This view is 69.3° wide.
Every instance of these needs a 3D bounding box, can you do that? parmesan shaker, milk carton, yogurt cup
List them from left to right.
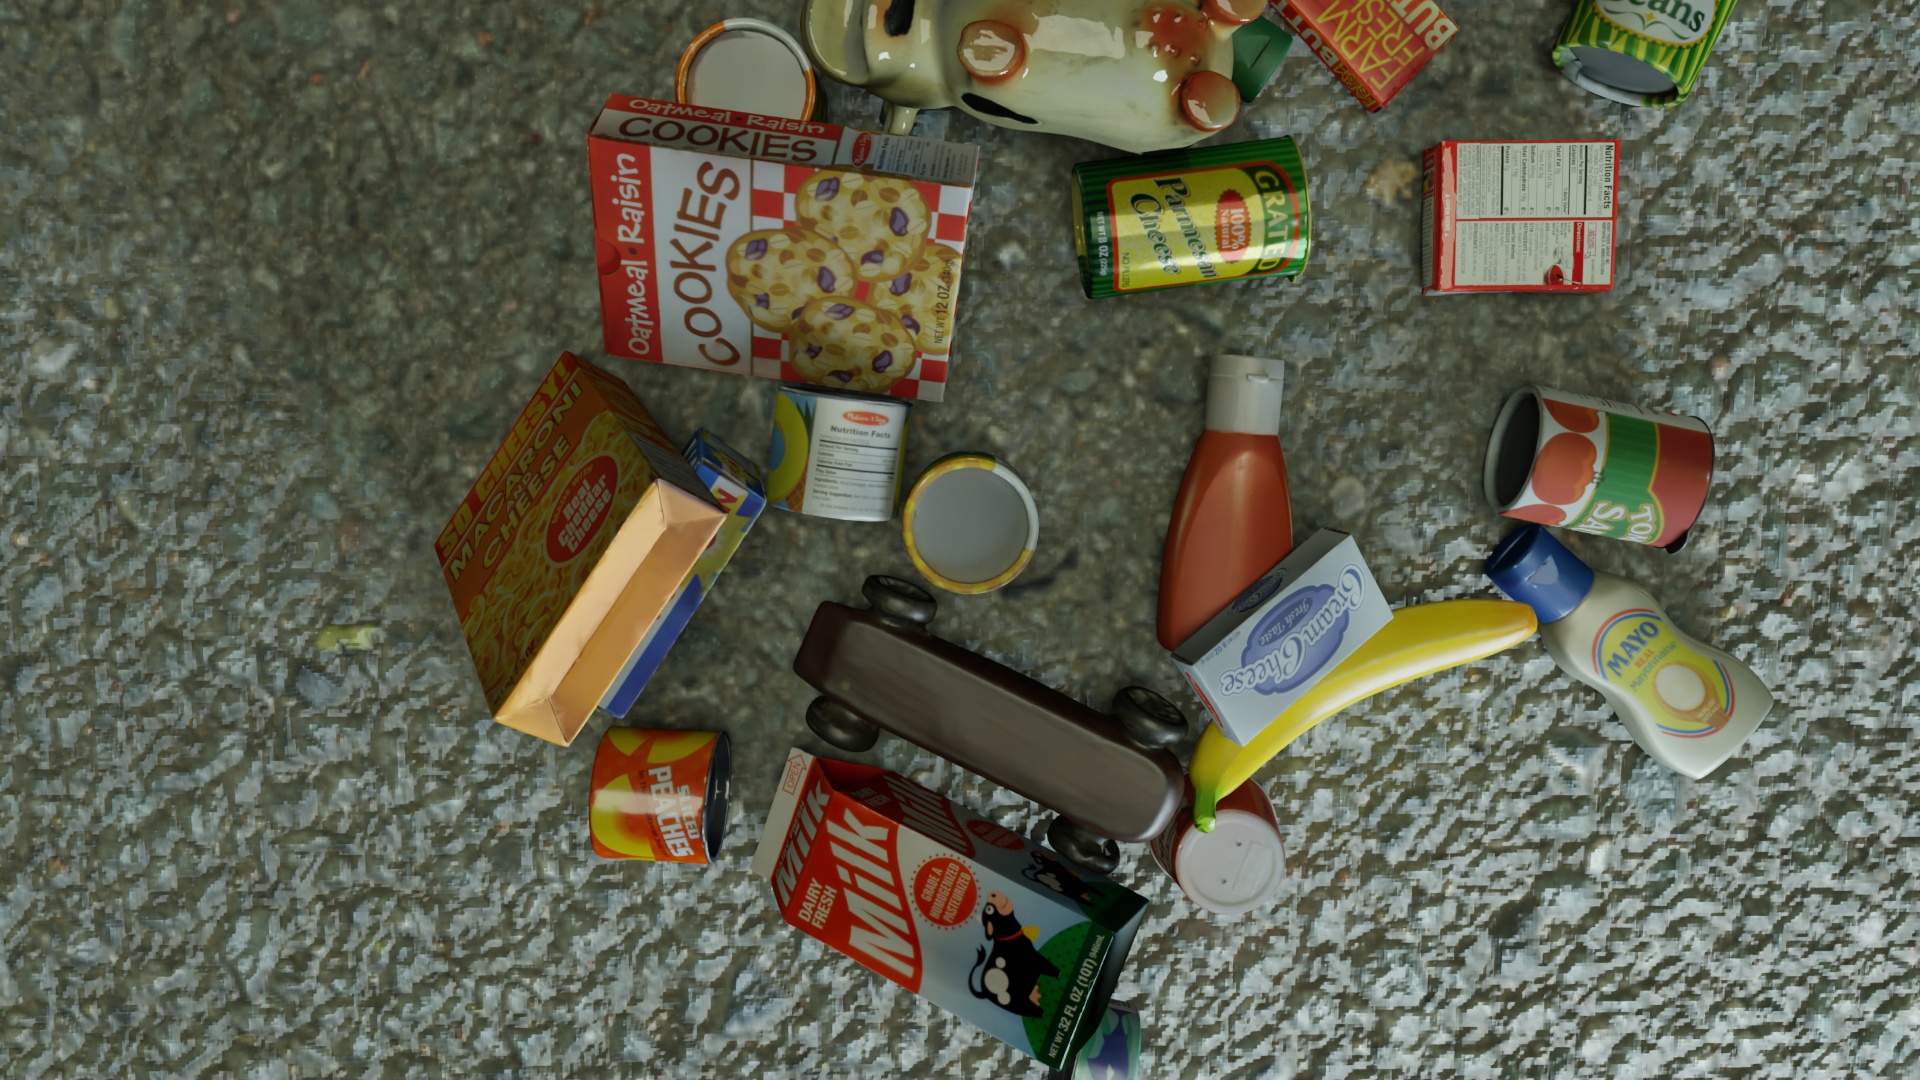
[{"bbox_3d":[-0.014,0.171,0.678,0.191,0.073,0.072,22,96,19],"label":"milk carton"},{"bbox_3d":[0.108,-0.151,0.664,0.103,0.071,0.071,-7,96,1],"label":"parmesan shaker"},{"bbox_3d":[0.131,0.153,0.702,0.072,0.054,0.072,0,97,-1],"label":"yogurt cup"}]

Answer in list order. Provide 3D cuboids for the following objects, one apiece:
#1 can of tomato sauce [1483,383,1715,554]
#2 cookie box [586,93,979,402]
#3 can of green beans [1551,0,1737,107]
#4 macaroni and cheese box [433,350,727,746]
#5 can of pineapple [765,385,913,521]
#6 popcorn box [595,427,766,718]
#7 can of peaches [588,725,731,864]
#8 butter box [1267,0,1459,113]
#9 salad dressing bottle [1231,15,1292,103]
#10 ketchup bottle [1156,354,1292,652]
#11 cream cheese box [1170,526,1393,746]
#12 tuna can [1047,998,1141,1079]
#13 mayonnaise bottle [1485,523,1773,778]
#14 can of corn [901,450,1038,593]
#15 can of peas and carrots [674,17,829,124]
[{"bbox_3d":[0.308,-0.034,0.676,0.083,0.071,0.071,11,96,-1],"label":"can of tomato sauce"},{"bbox_3d":[-0.082,-0.132,0.645,0.167,0.040,0.122,8,136,-1],"label":"cookie box"},{"bbox_3d":[0.322,-0.245,0.654,0.071,0.071,0.057,25,96,-3],"label":"can of green beans"},{"bbox_3d":[-0.179,-0.003,0.633,0.040,0.167,0.123,31,97,-37],"label":"macaroni and cheese box"},{"bbox_3d":[-0.060,-0.043,0.677,0.071,0.071,0.057,8,97,-1],"label":"can of pineapple"},{"bbox_3d":[-0.144,0.013,0.669,0.038,0.085,0.126,33,95,-16],"label":"popcorn box"},{"bbox_3d":[-0.149,0.127,0.690,0.058,0.071,0.071,3,96,1],"label":"can of peaches"},{"bbox_3d":[0.187,-0.263,0.672,0.053,0.024,0.103,-44,95,4],"label":"butter box"},{"bbox_3d":[0.088,-0.265,0.662,0.147,0.044,0.064,33,97,-4],"label":"salad dressing bottle"},{"bbox_3d":[0.135,-0.017,0.689,0.065,0.043,0.148,4,96,-8],"label":"ketchup bottle"},{"bbox_3d":[0.155,0.045,0.666,0.104,0.024,0.053,-38,109,-13],"label":"cream cheese box"},{"bbox_3d":[0.067,0.268,0.706,0.033,0.071,0.071,14,96,-2],"label":"tuna can"},{"bbox_3d":[0.331,0.052,0.698,0.148,0.041,0.064,40,97,-5],"label":"mayonnaise bottle"},{"bbox_3d":[0.002,-0.009,0.682,0.071,0.058,0.071,0,96,0],"label":"can of corn"},{"bbox_3d":[-0.099,-0.206,0.661,0.071,0.059,0.071,0,96,0],"label":"can of peas and carrots"}]
